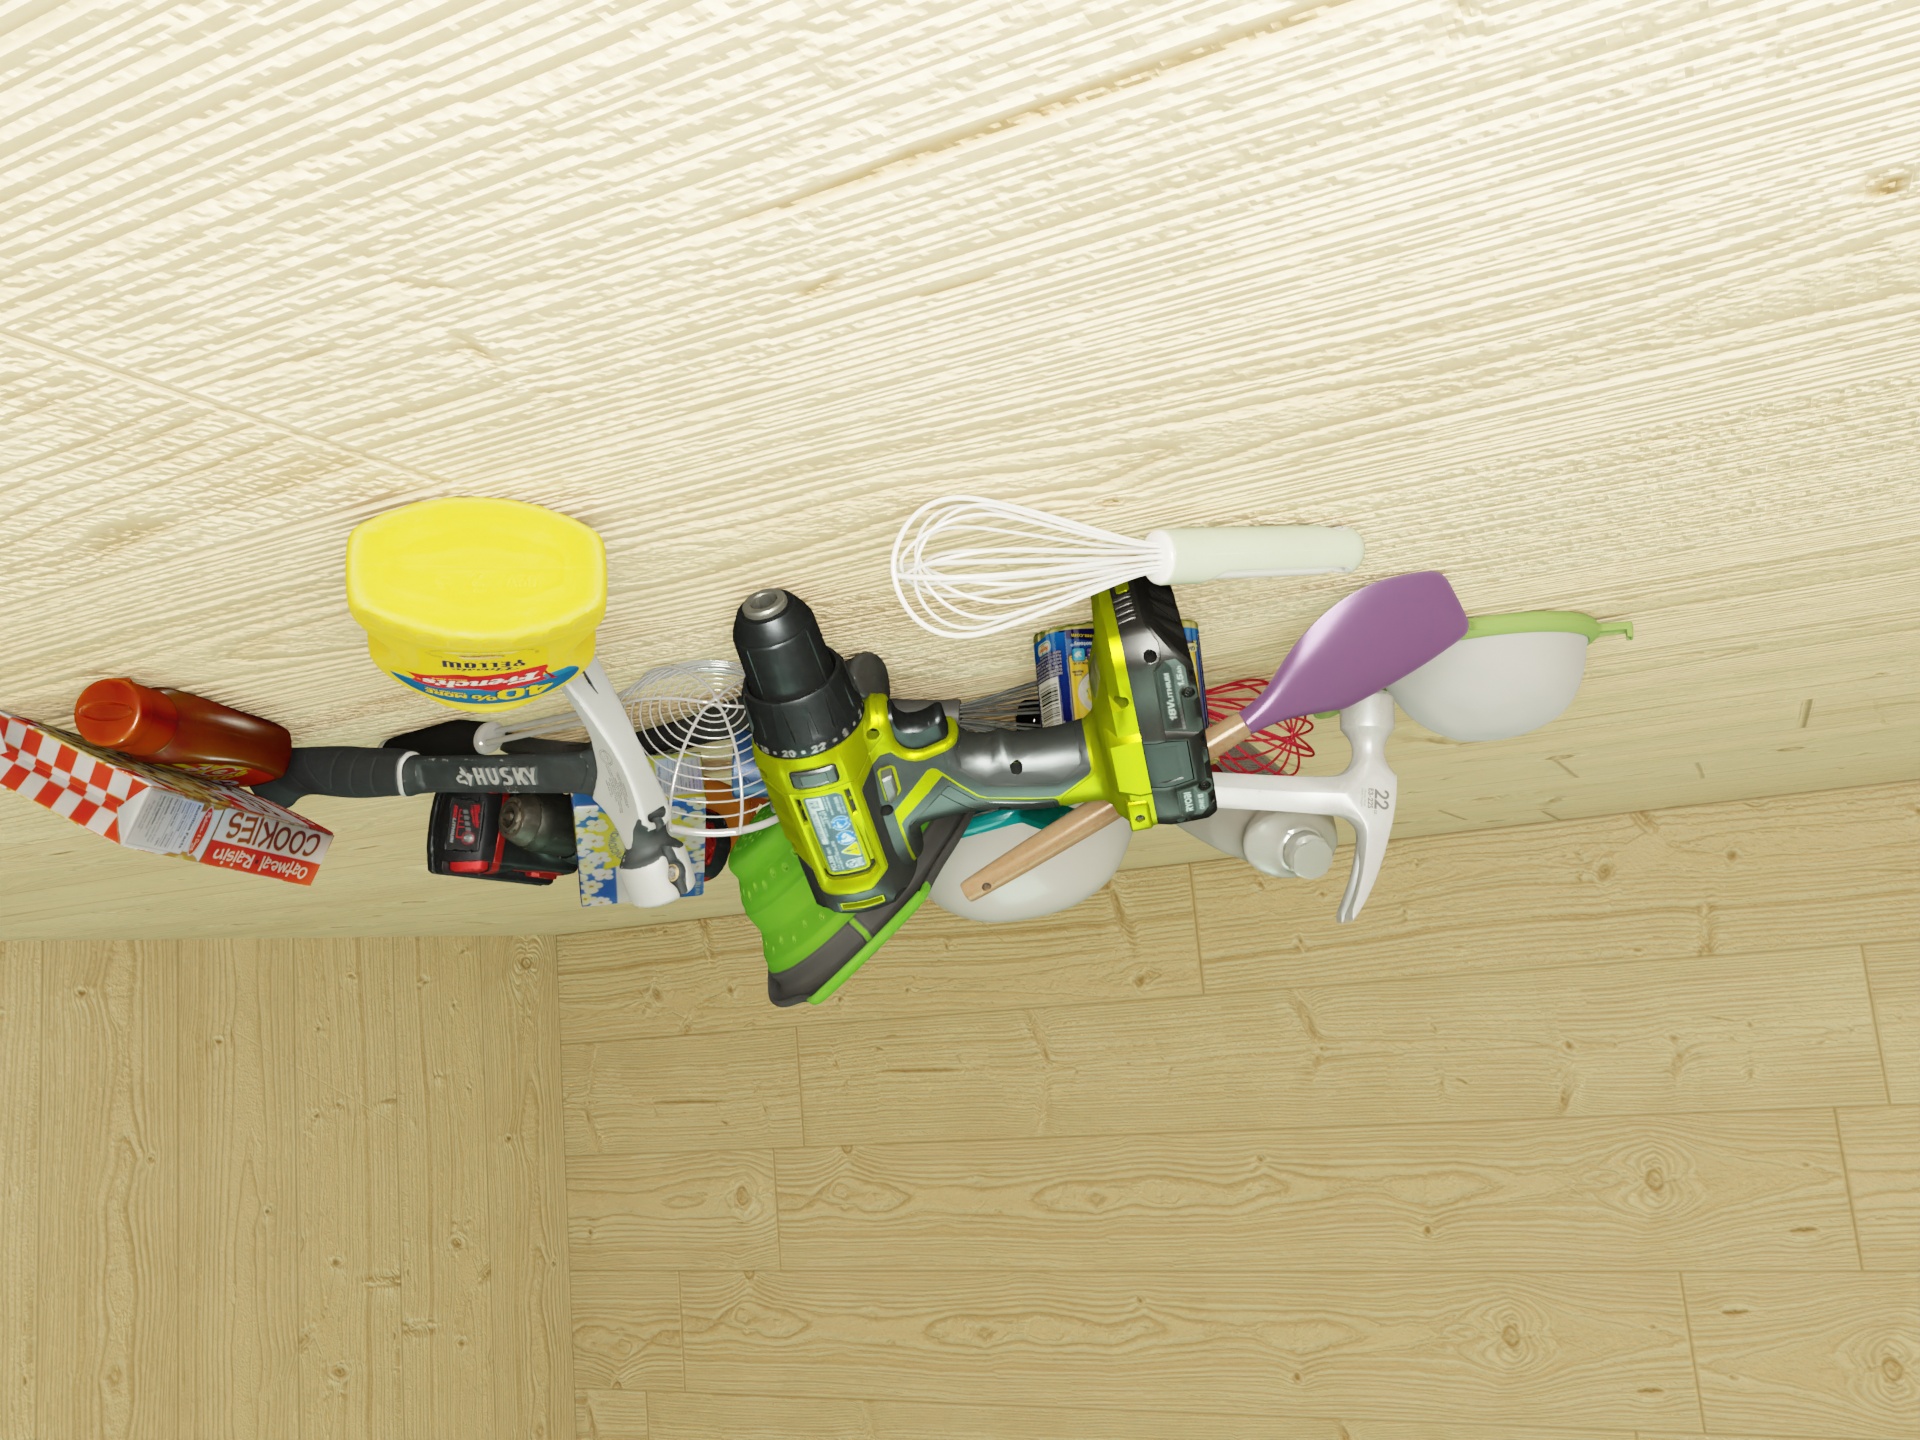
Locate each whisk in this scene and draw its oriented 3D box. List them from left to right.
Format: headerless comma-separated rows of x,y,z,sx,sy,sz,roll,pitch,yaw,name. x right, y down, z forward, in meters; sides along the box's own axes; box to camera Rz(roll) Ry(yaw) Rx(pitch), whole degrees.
-0.002,-0.004,1.064,0.239,0.055,0.055,-1,171,5,whisk
0.080,-0.070,0.697,0.246,0.059,0.058,-5,-176,-27,whisk
0.162,-0.008,1.075,0.073,0.073,0.295,-12,163,35,whisk

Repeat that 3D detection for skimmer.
-0.239,0.027,0.977,0.363,0.090,0.127,-8,-147,40,skimmer

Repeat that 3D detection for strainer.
0.060,0.101,1.160,0.211,0.095,0.340,-17,-178,-8,strainer
0.324,-0.011,1.093,0.151,0.069,0.256,-1,168,-23,strainer

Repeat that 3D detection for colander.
-0.091,0.065,1.149,0.204,0.094,0.397,-45,-169,9,colander

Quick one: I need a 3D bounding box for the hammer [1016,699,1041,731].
0.050,0.026,1.298,0.130,0.031,0.331,0,170,-22,hammer

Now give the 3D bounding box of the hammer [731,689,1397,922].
0.065,0.043,0.969,0.405,0.144,0.035,3,169,-3,hammer

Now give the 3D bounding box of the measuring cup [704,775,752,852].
-0.257,0.060,1.327,0.173,0.052,0.095,20,168,2,measuring cup

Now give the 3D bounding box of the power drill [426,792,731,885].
-0.311,0.083,1.200,0.227,0.080,0.187,-1,169,39,power drill

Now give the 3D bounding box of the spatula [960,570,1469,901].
0.134,0.013,0.880,0.316,0.059,0.018,-33,-159,8,spatula

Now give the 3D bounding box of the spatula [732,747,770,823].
-0.174,0.064,1.370,0.081,0.041,0.322,34,169,7,spatula

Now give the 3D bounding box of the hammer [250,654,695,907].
-0.316,0.027,0.932,0.409,0.149,0.036,-1,-158,41,hammer

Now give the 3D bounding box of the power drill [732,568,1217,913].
0.005,-0.001,0.813,0.228,0.080,0.190,-12,127,6,power drill

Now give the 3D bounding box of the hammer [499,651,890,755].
-0.169,0.004,1.042,0.146,0.035,0.335,4,167,-45,hammer

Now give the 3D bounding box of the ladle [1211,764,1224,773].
0.031,0.021,1.103,0.315,0.031,0.069,6,-169,18,ladle
